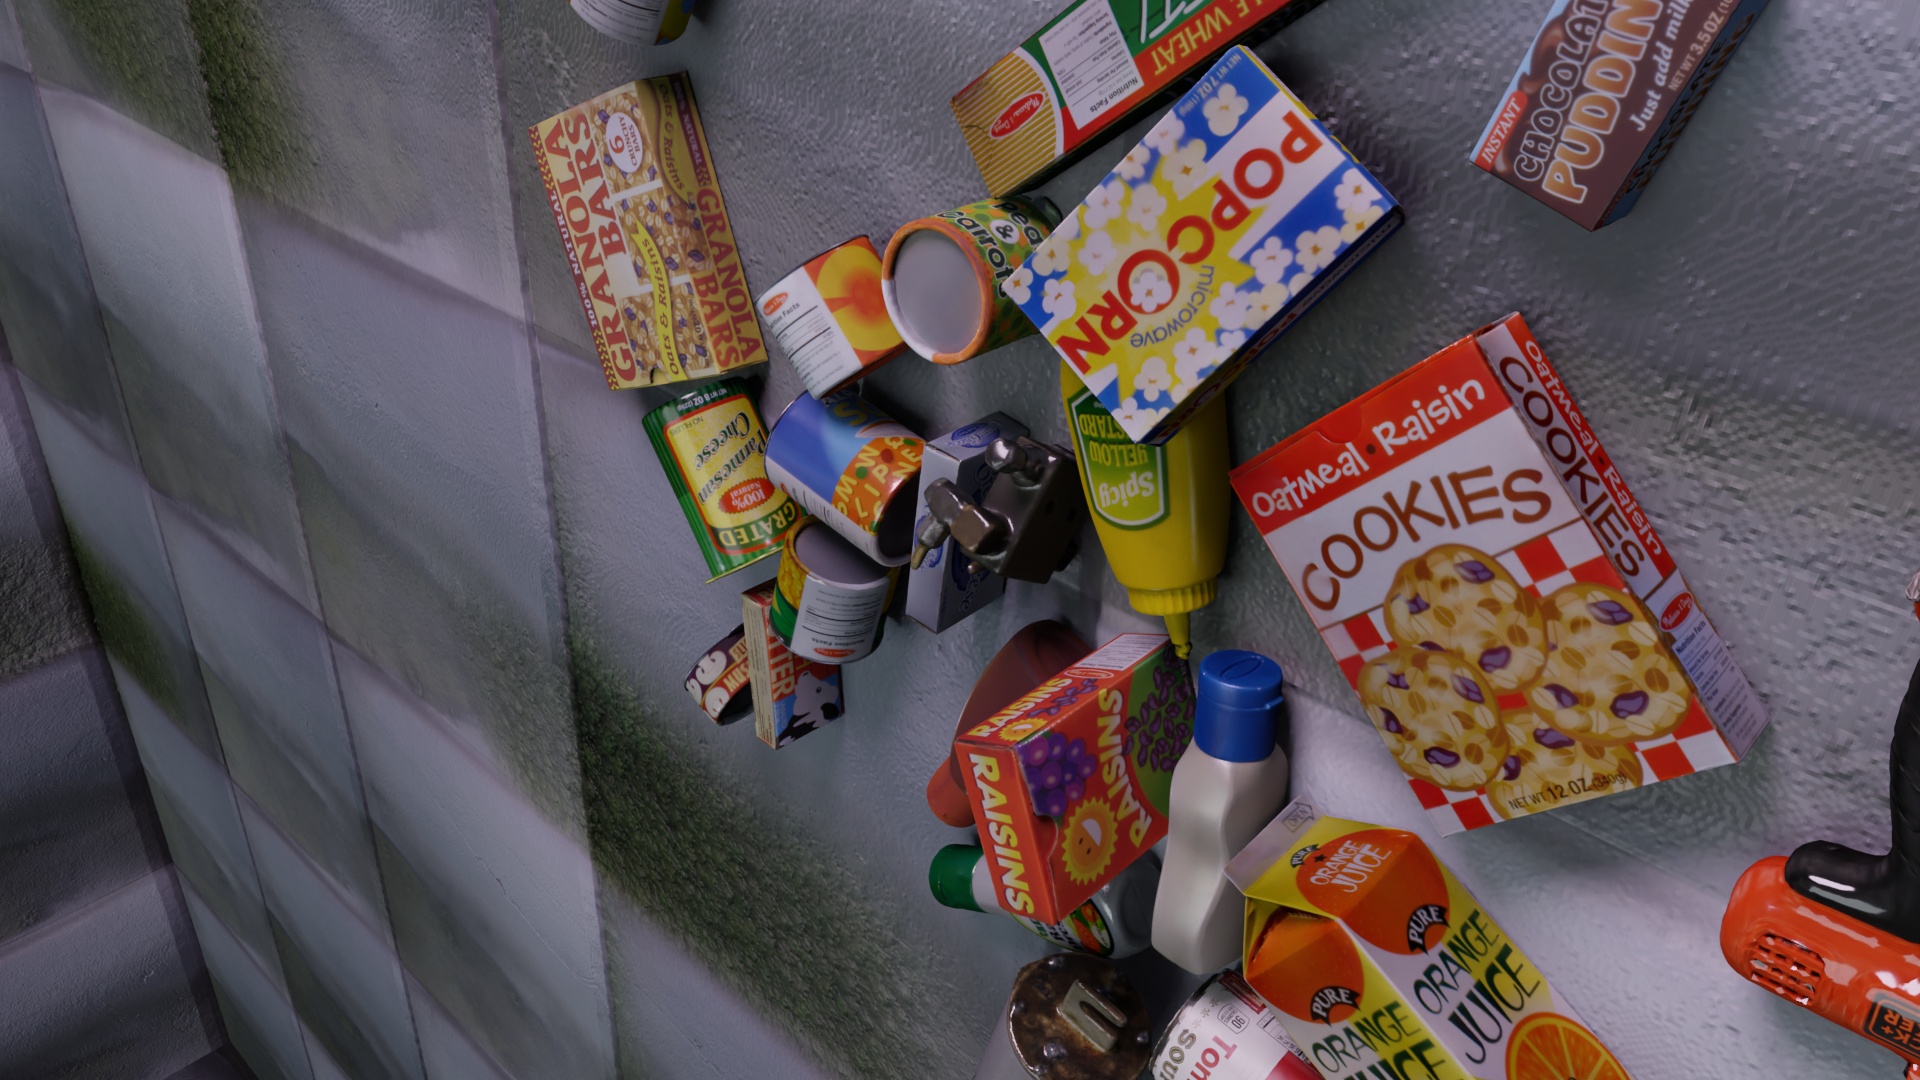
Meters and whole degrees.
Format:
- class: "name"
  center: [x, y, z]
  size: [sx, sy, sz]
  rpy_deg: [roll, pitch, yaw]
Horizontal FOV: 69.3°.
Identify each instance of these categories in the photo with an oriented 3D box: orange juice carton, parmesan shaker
- class: "orange juice carton"
  center: [0.192, 0.198, 0.586]
  size: [0.193, 0.072, 0.072]
  rpy_deg: [50, 137, 15]
- class: "parmesan shaker"
  center: [-0.137, -0.035, 0.809]
  size: [0.071, 0.071, 0.103]
  rpy_deg: [-23, 93, 49]

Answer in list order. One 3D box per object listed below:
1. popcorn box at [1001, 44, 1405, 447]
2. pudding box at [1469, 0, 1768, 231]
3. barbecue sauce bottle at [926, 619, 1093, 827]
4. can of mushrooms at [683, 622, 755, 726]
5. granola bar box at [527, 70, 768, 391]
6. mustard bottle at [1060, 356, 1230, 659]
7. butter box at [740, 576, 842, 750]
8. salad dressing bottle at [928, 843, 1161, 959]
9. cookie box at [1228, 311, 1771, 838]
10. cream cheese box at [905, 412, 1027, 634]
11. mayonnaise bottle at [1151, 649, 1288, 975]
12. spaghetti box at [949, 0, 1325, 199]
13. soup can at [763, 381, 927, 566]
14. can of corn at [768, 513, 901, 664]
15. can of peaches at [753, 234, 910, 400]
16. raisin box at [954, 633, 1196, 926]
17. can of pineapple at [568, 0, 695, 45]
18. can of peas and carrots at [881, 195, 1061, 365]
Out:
- class: "popcorn box"
  center: [0.089, -0.108, 0.522]
  size: [0.126, 0.038, 0.085]
  rpy_deg: [-44, 76, 21]
- class: "pudding box"
  center: [0.202, -0.145, 0.429]
  size: [0.050, 0.030, 0.083]
  rpy_deg: [42, 135, 24]
- class: "barbecue sauce bottle"
  center: [0.025, 0.105, 0.735]
  size: [0.065, 0.044, 0.147]
  rpy_deg: [50, 138, 15]
- class: "can of mushrooms"
  center: [-0.137, 0.083, 0.874]
  size: [0.033, 0.071, 0.070]
  rpy_deg: [48, 137, 16]
- class: "granola bar box"
  center: [-0.185, -0.174, 0.811]
  size: [0.124, 0.039, 0.165]
  rpy_deg: [0, 109, 47]
- class: "mustard bottle"
  center: [0.086, -0.020, 0.601]
  size: [0.065, 0.049, 0.159]
  rpy_deg: [4, 112, 43]
- class: "butter box"
  center: [-0.101, 0.071, 0.841]
  size: [0.024, 0.053, 0.103]
  rpy_deg: [22, 124, 41]
- class: "salad dressing bottle"
  center: [0.044, 0.191, 0.759]
  size: [0.147, 0.044, 0.064]
  rpy_deg: [-6, 112, 48]
- class: "cookie box"
  center: [0.192, 0.018, 0.517]
  size: [0.122, 0.040, 0.167]
  rpy_deg: [-34, 84, 49]
- class: "cream cheese box"
  center: [0.002, -0.009, 0.691]
  size: [0.024, 0.053, 0.103]
  rpy_deg: [30, 129, 30]
- class: "mayonnaise bottle"
  center: [0.120, 0.122, 0.632]
  size: [0.041, 0.065, 0.147]
  rpy_deg: [23, 121, 41]
- class: "spaghetti box"
  center: [0.089, -0.202, 0.519]
  size: [0.249, 0.029, 0.050]
  rpy_deg: [-21, 94, 49]
- class: "soup can"
  center: [-0.049, -0.037, 0.723]
  size: [0.084, 0.072, 0.071]
  rpy_deg: [35, 132, 28]
- class: "can of corn"
  center: [-0.070, 0.024, 0.776]
  size: [0.071, 0.071, 0.058]
  rpy_deg: [39, 133, 25]
- class: "can of peaches"
  center: [-0.058, -0.111, 0.691]
  size: [0.071, 0.071, 0.058]
  rpy_deg: [-27, 95, 49]
- class: "raisin box"
  center: [0.061, 0.105, 0.635]
  size: [0.040, 0.124, 0.086]
  rpy_deg: [1, 110, 46]
- class: "can of pineapple"
  center: [-0.162, -0.297, 0.706]
  size: [0.071, 0.071, 0.057]
  rpy_deg: [52, 138, 12]
- class: "can of peas and carrots"
  center: [0.008, -0.119, 0.623]
  size: [0.071, 0.059, 0.070]
  rpy_deg: [23, 126, 36]
